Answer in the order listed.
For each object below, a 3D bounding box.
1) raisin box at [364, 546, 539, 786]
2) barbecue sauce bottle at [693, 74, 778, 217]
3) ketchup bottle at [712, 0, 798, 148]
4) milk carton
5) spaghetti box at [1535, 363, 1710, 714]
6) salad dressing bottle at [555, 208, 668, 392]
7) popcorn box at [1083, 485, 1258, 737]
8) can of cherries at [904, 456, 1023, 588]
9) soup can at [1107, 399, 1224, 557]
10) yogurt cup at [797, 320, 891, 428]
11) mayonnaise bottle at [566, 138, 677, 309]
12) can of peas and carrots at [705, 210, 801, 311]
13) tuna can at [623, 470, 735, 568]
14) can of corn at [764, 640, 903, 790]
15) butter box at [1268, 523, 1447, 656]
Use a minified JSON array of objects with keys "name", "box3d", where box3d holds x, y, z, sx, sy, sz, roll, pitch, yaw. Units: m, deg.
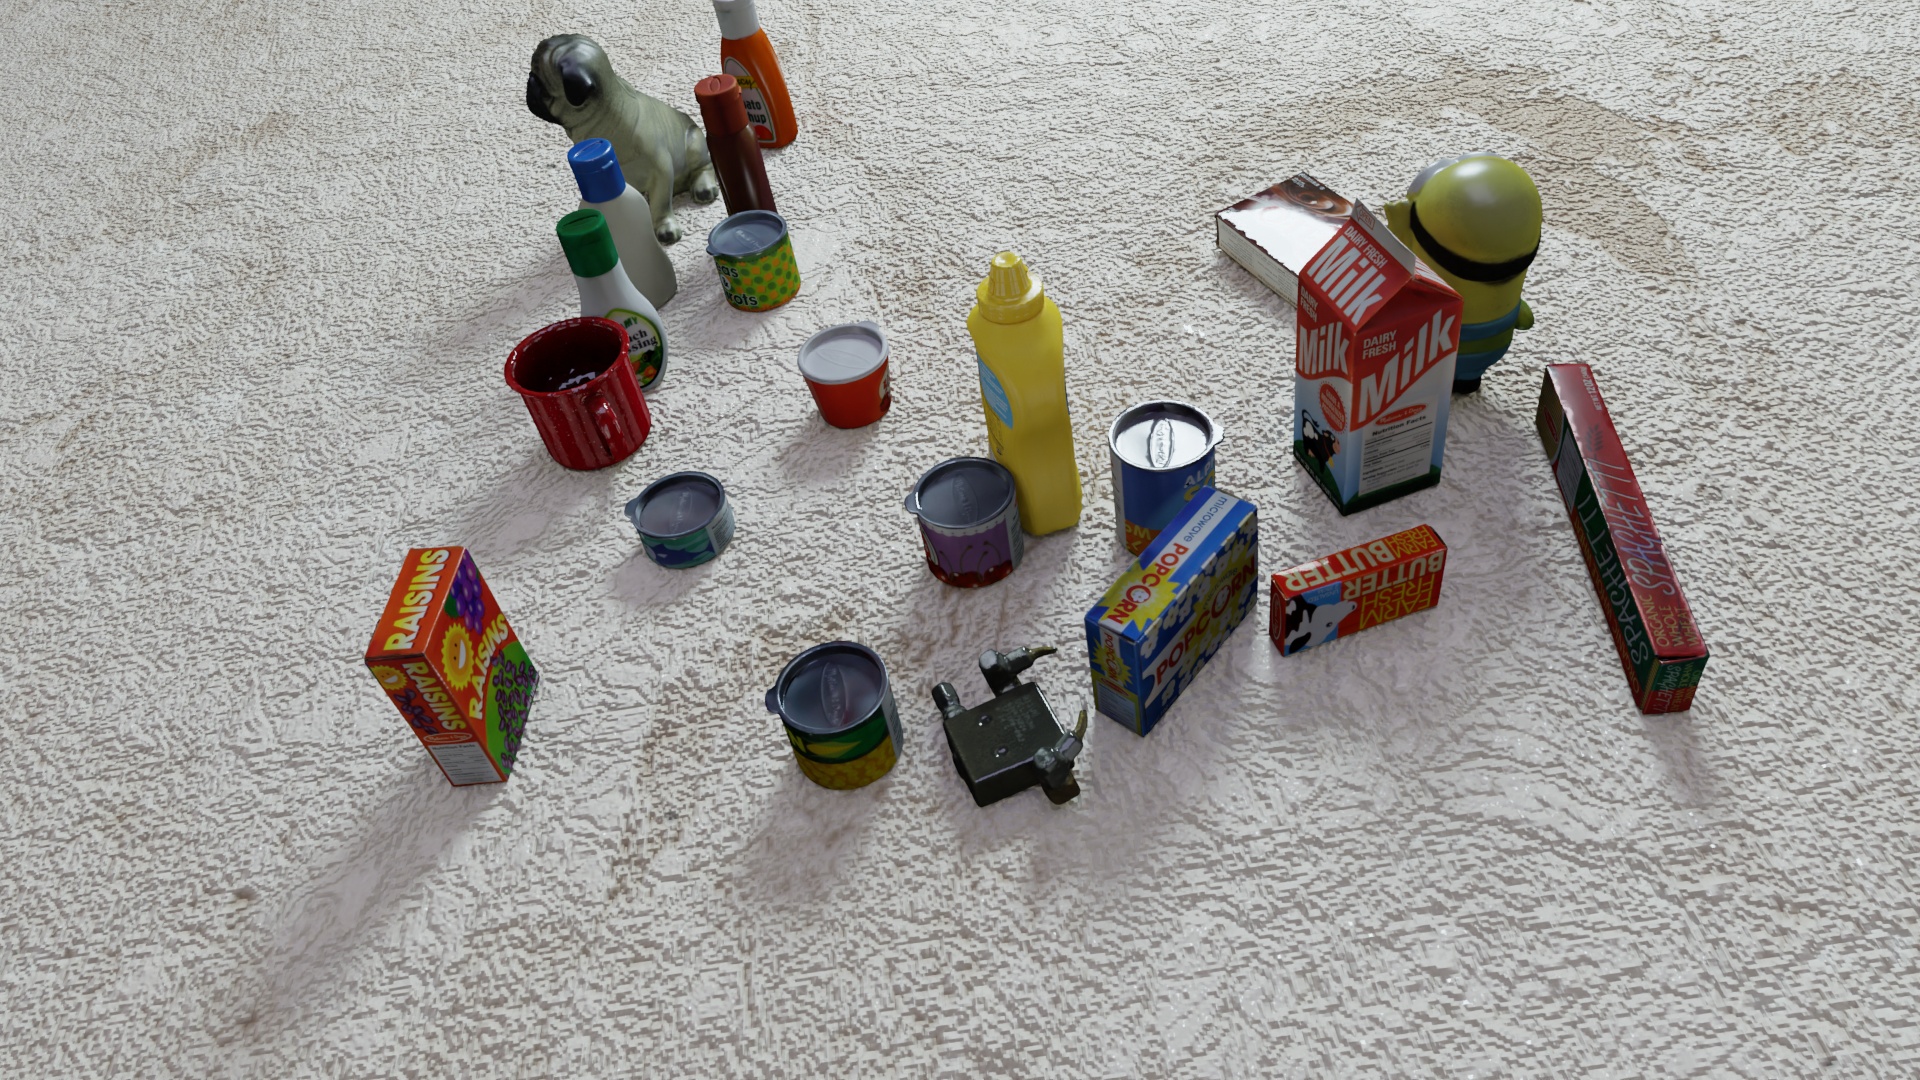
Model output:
[{"name":"raisin box","box3d":[-0.300,0.075,0.828,0.040,0.122,0.086,-4,45,7]},{"name":"barbecue sauce bottle","box3d":[-0.189,-0.320,1.182,0.044,0.147,0.065,-12,45,0]},{"name":"ketchup bottle","box3d":[-0.197,-0.446,1.308,0.065,0.148,0.044,20,53,28]},{"name":"milk carton","box3d":[0.256,-0.114,0.860,0.073,0.189,0.072,-18,45,-7]},{"name":"spaghetti box","box3d":[0.389,-0.009,0.829,0.029,0.050,0.251,-4,45,8]},{"name":"salad dressing bottle","box3d":[-0.267,-0.181,1.059,0.064,0.147,0.044,-23,46,-12]},{"name":"popcorn box","box3d":[0.125,0.040,0.807,0.038,0.084,0.127,26,56,32]},{"name":"can of cherries","box3d":[0.003,-0.011,0.901,0.071,0.058,0.072,-6,45,6]},{"name":"soup can","box3d":[0.132,-0.037,0.883,0.071,0.083,0.072,-6,45,6]},{"name":"yogurt cup","box3d":[-0.082,-0.120,1.029,0.072,0.053,0.073,-6,45,6]},{"name":"mayonnaise bottle","box3d":[-0.279,-0.254,1.134,0.041,0.147,0.065,26,56,32]},{"name":"can of peas and carrots","box3d":[-0.172,-0.230,1.153,0.071,0.058,0.071,-6,45,6]},{"name":"tuna can","box3d":[-0.194,-0.014,0.960,0.071,0.032,0.071,-6,45,6]},{"name":"can of corn","box3d":[-0.072,0.102,0.803,0.071,0.058,0.071,-6,45,6]},{"name":"butter box","box3d":[0.233,0.029,0.819,0.103,0.052,0.024,-18,45,-7]}]
